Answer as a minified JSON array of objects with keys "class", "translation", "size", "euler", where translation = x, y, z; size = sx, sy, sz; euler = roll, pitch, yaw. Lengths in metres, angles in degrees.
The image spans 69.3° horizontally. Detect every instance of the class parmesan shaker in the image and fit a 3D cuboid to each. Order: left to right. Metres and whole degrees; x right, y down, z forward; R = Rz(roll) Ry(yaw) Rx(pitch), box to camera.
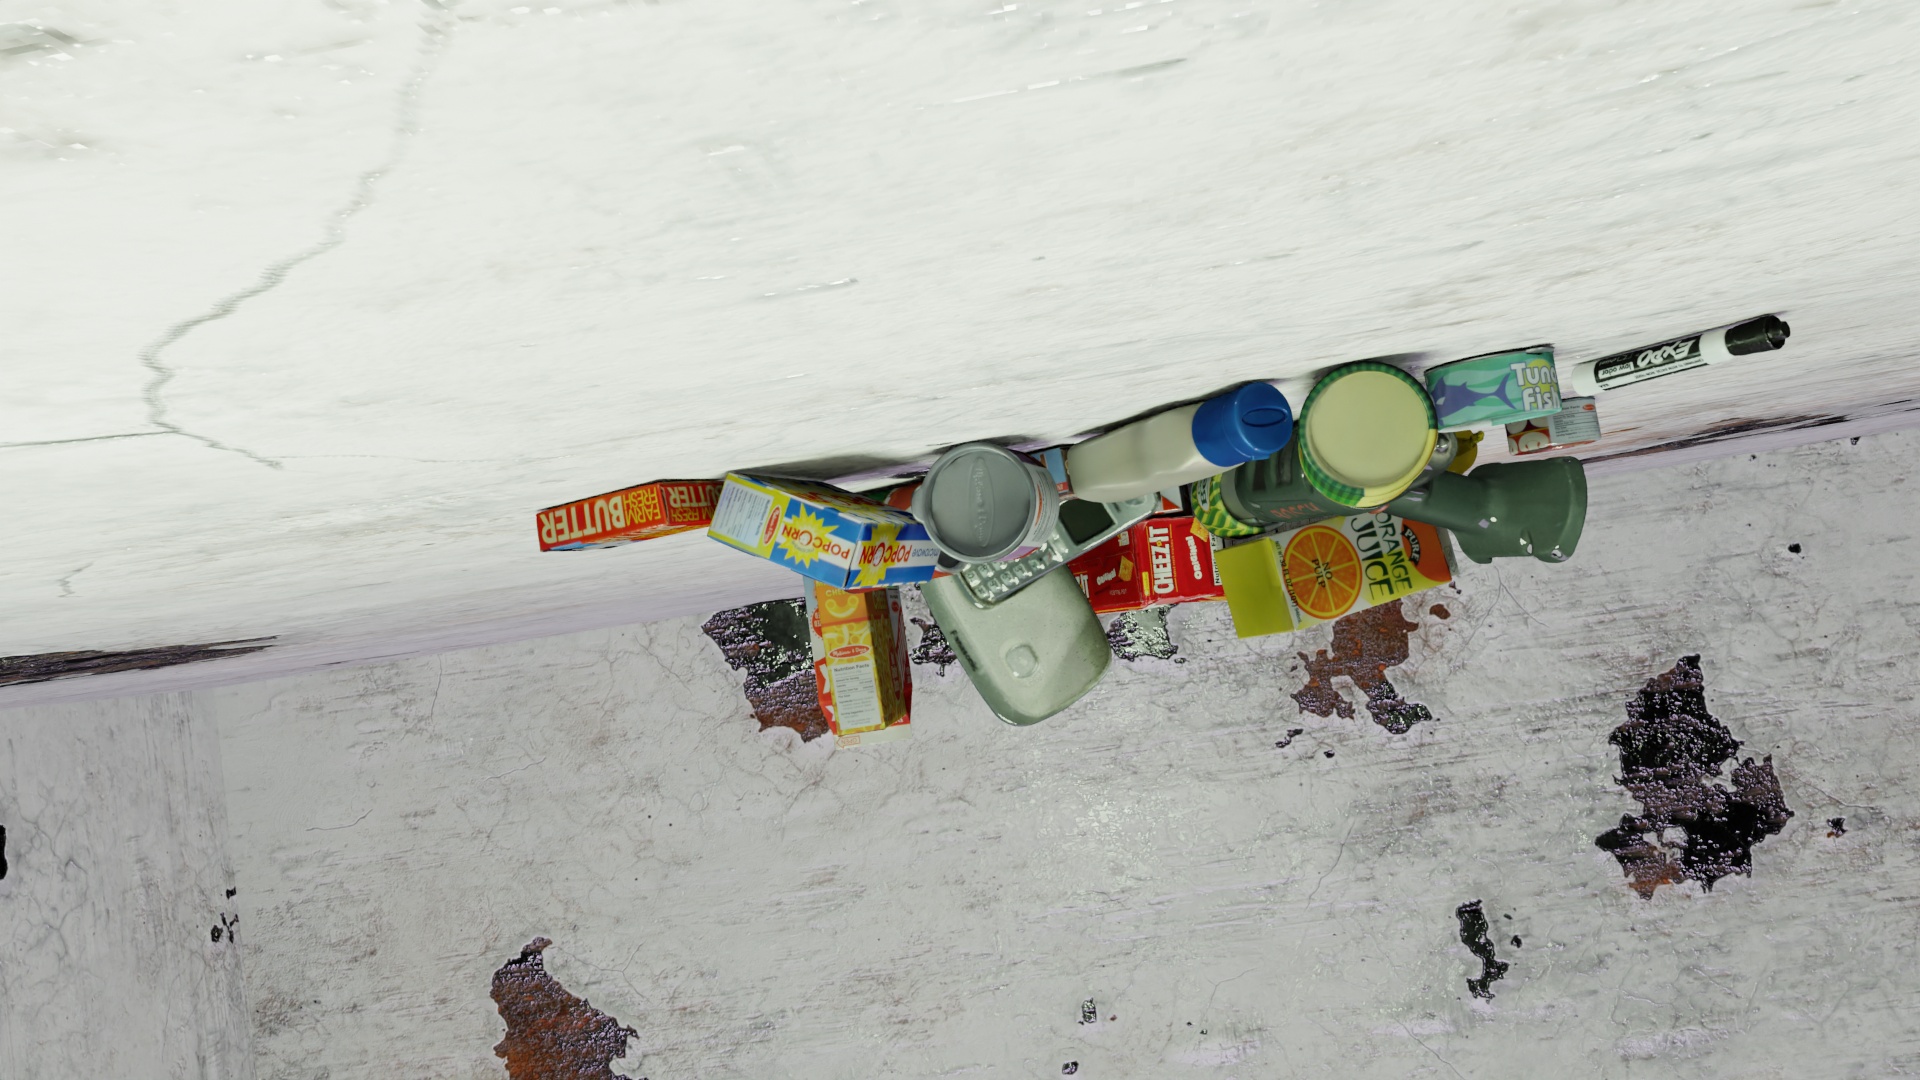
[{"class":"parmesan shaker","translation":[0.208,-0.055,0.711],"size":[0.071,0.071,0.103],"euler":[-9,176,14]}]

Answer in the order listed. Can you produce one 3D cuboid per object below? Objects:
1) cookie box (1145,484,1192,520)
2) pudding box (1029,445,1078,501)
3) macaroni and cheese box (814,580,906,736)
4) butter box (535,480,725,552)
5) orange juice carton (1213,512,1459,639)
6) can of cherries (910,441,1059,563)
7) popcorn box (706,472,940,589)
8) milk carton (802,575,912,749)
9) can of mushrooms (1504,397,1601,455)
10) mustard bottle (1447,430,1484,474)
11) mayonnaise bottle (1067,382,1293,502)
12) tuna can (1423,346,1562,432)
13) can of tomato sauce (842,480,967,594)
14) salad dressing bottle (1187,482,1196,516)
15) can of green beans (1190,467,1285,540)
[{"class":"cookie box","translation":[0.123,-0.030,1.136],"size":[0.123,0.040,0.167],"euler":[-9,176,12]},{"class":"pudding box","translation":[0.048,-0.038,0.872],"size":[0.083,0.030,0.050],"euler":[-11,177,42]},{"class":"macaroni and cheese box","translation":[-0.080,0.062,1.082],"size":[0.040,0.166,0.123],"euler":[-9,177,4]},{"class":"butter box","translation":[-0.179,-0.013,0.763],"size":[0.103,0.024,0.053],"euler":[-10,177,34]},{"class":"orange juice carton","translation":[0.296,0.014,1.048],"size":[0.193,0.072,0.073],"euler":[-14,177,-24]},{"class":"can of cherries","translation":[0.015,-0.021,0.779],"size":[0.071,0.071,0.058],"euler":[-10,177,17]},{"class":"popcorn box","translation":[-0.070,-0.005,0.771],"size":[0.085,0.038,0.127],"euler":[21,-173,19]},{"class":"milk carton","translation":[-0.088,0.083,1.211],"size":[0.072,0.190,0.073],"euler":[-9,176,7]},{"class":"can of mushrooms","translation":[0.448,-0.086,1.055],"size":[0.071,0.033,0.071],"euler":[-9,177,-1]},{"class":"mustard bottle","translation":[0.344,-0.062,1.049],"size":[0.065,0.049,0.160],"euler":[-11,178,-15]},{"class":"mayonnaise bottle","translation":[0.118,-0.051,0.744],"size":[0.065,0.041,0.148],"euler":[-8,176,-26]},{"class":"tuna can","translation":[0.284,-0.079,0.737],"size":[0.071,0.033,0.071],"euler":[-8,177,0]},{"class":"can of tomato sauce","translation":[-0.044,-0.002,0.930],"size":[0.083,0.071,0.071],"euler":[-12,175,33]},{"class":"salad dressing bottle","translation":[0.221,-0.038,1.226],"size":[0.064,0.044,0.147],"euler":[-8,178,-36]},{"class":"can of green beans","translation":[0.211,-0.035,1.031],"size":[0.071,0.071,0.057],"euler":[-8,176,-8]}]
